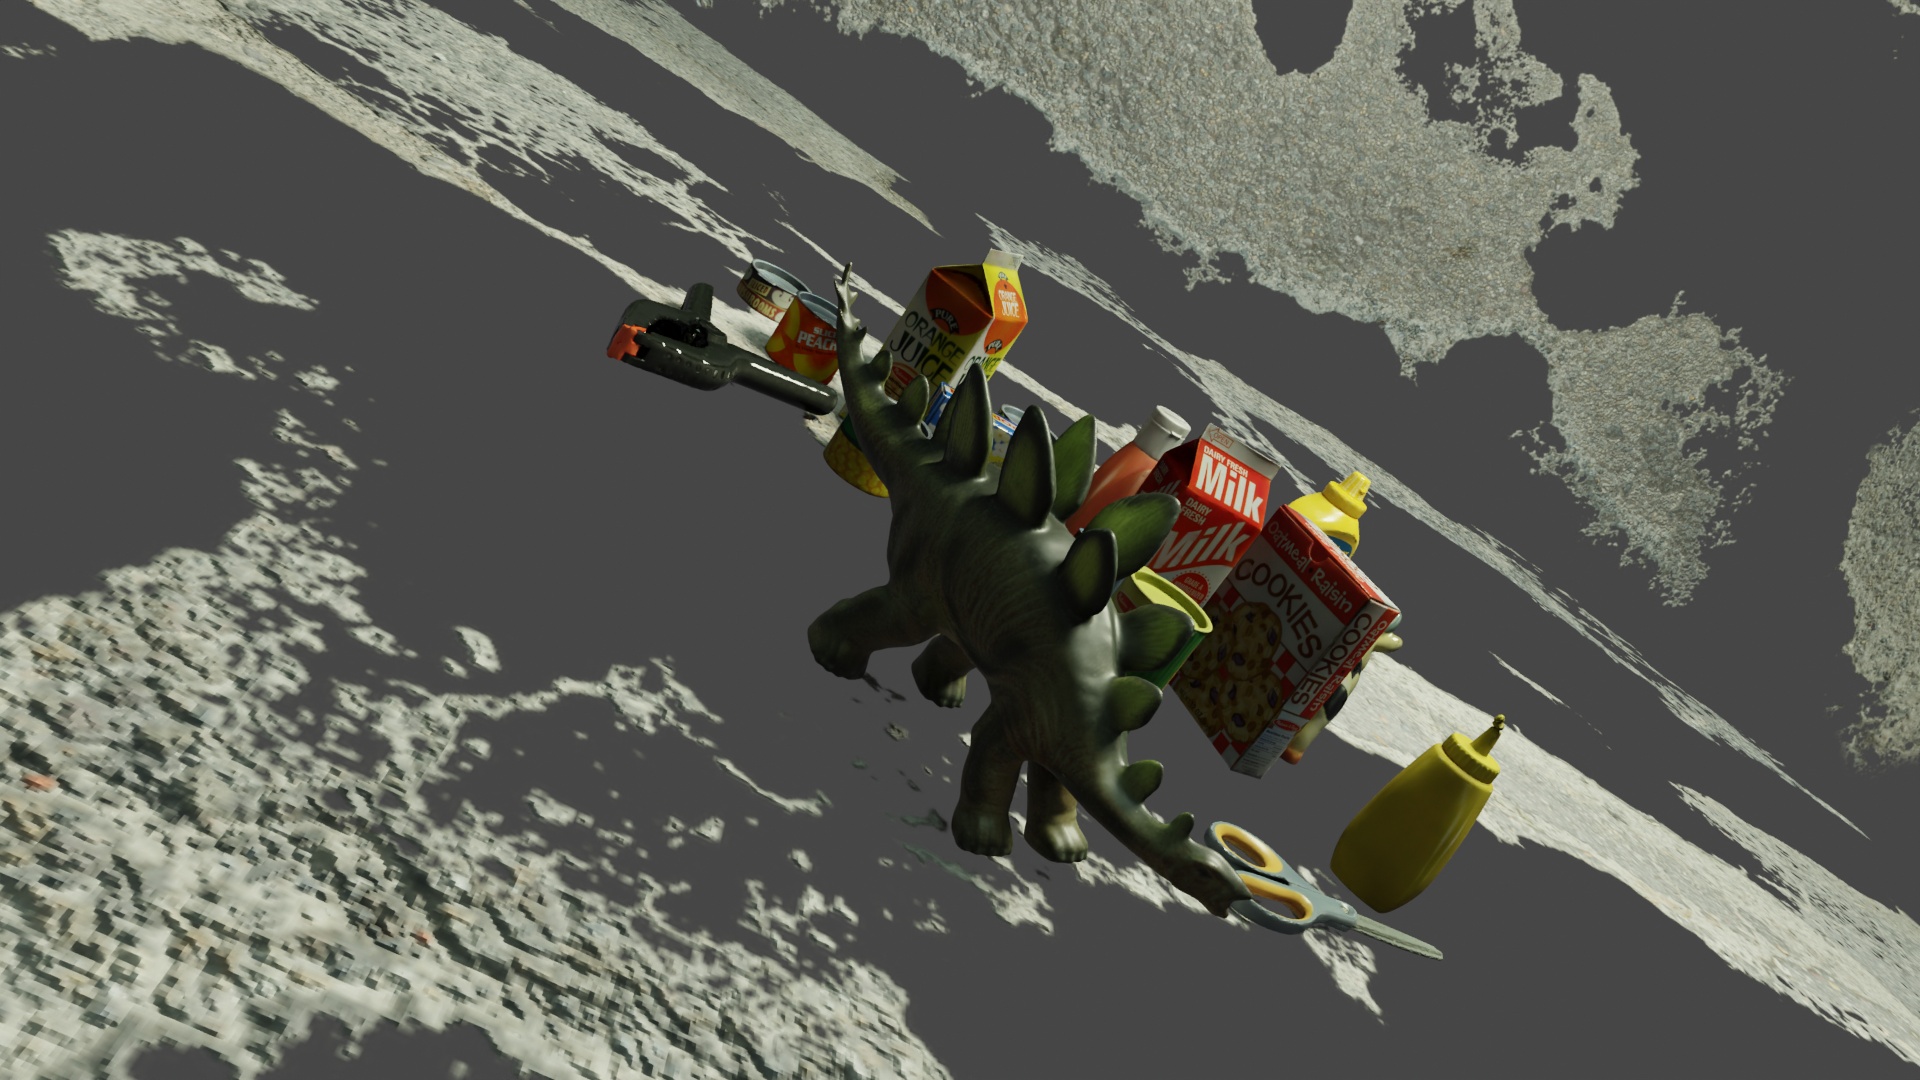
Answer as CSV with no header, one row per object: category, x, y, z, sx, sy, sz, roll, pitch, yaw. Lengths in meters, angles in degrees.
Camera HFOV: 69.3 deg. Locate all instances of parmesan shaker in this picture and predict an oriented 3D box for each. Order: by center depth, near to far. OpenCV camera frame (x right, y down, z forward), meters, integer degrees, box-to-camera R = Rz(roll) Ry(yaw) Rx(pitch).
parmesan shaker,0.111,0.077,0.937,0.071,0.102,0.071,31,19,-12

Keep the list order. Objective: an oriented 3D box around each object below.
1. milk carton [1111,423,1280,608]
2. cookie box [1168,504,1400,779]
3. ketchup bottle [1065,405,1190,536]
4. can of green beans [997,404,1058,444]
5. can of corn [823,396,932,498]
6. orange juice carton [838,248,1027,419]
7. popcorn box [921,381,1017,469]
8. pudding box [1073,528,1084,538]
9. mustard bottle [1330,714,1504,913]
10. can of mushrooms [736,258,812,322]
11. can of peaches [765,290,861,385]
milk carton,0.162,0.003,1.066,0.072,0.190,0.074,28,19,-18
cookie box,0.234,0.075,1.047,0.040,0.167,0.123,22,23,-35
ketchup bottle,0.146,-0.049,1.228,0.065,0.148,0.044,24,21,-30
can of green beans,0.050,-0.085,1.293,0.071,0.057,0.071,31,19,-12
can of corn,-0.063,-0.073,1.077,0.071,0.058,0.071,31,19,-12
orange juice carton,-0.013,-0.162,1.168,0.073,0.192,0.072,41,19,17
popcorn box,0.016,-0.061,1.139,0.126,0.085,0.038,29,19,-18
pudding box,0.120,0.031,1.143,0.083,0.049,0.030,27,20,-21
mustard bottle,0.322,0.181,0.949,0.065,0.159,0.049,44,20,25
can of mushrooms,-0.177,-0.235,1.315,0.071,0.033,0.071,31,19,-12
can of peaches,-0.129,-0.176,1.216,0.071,0.058,0.071,31,19,-12
